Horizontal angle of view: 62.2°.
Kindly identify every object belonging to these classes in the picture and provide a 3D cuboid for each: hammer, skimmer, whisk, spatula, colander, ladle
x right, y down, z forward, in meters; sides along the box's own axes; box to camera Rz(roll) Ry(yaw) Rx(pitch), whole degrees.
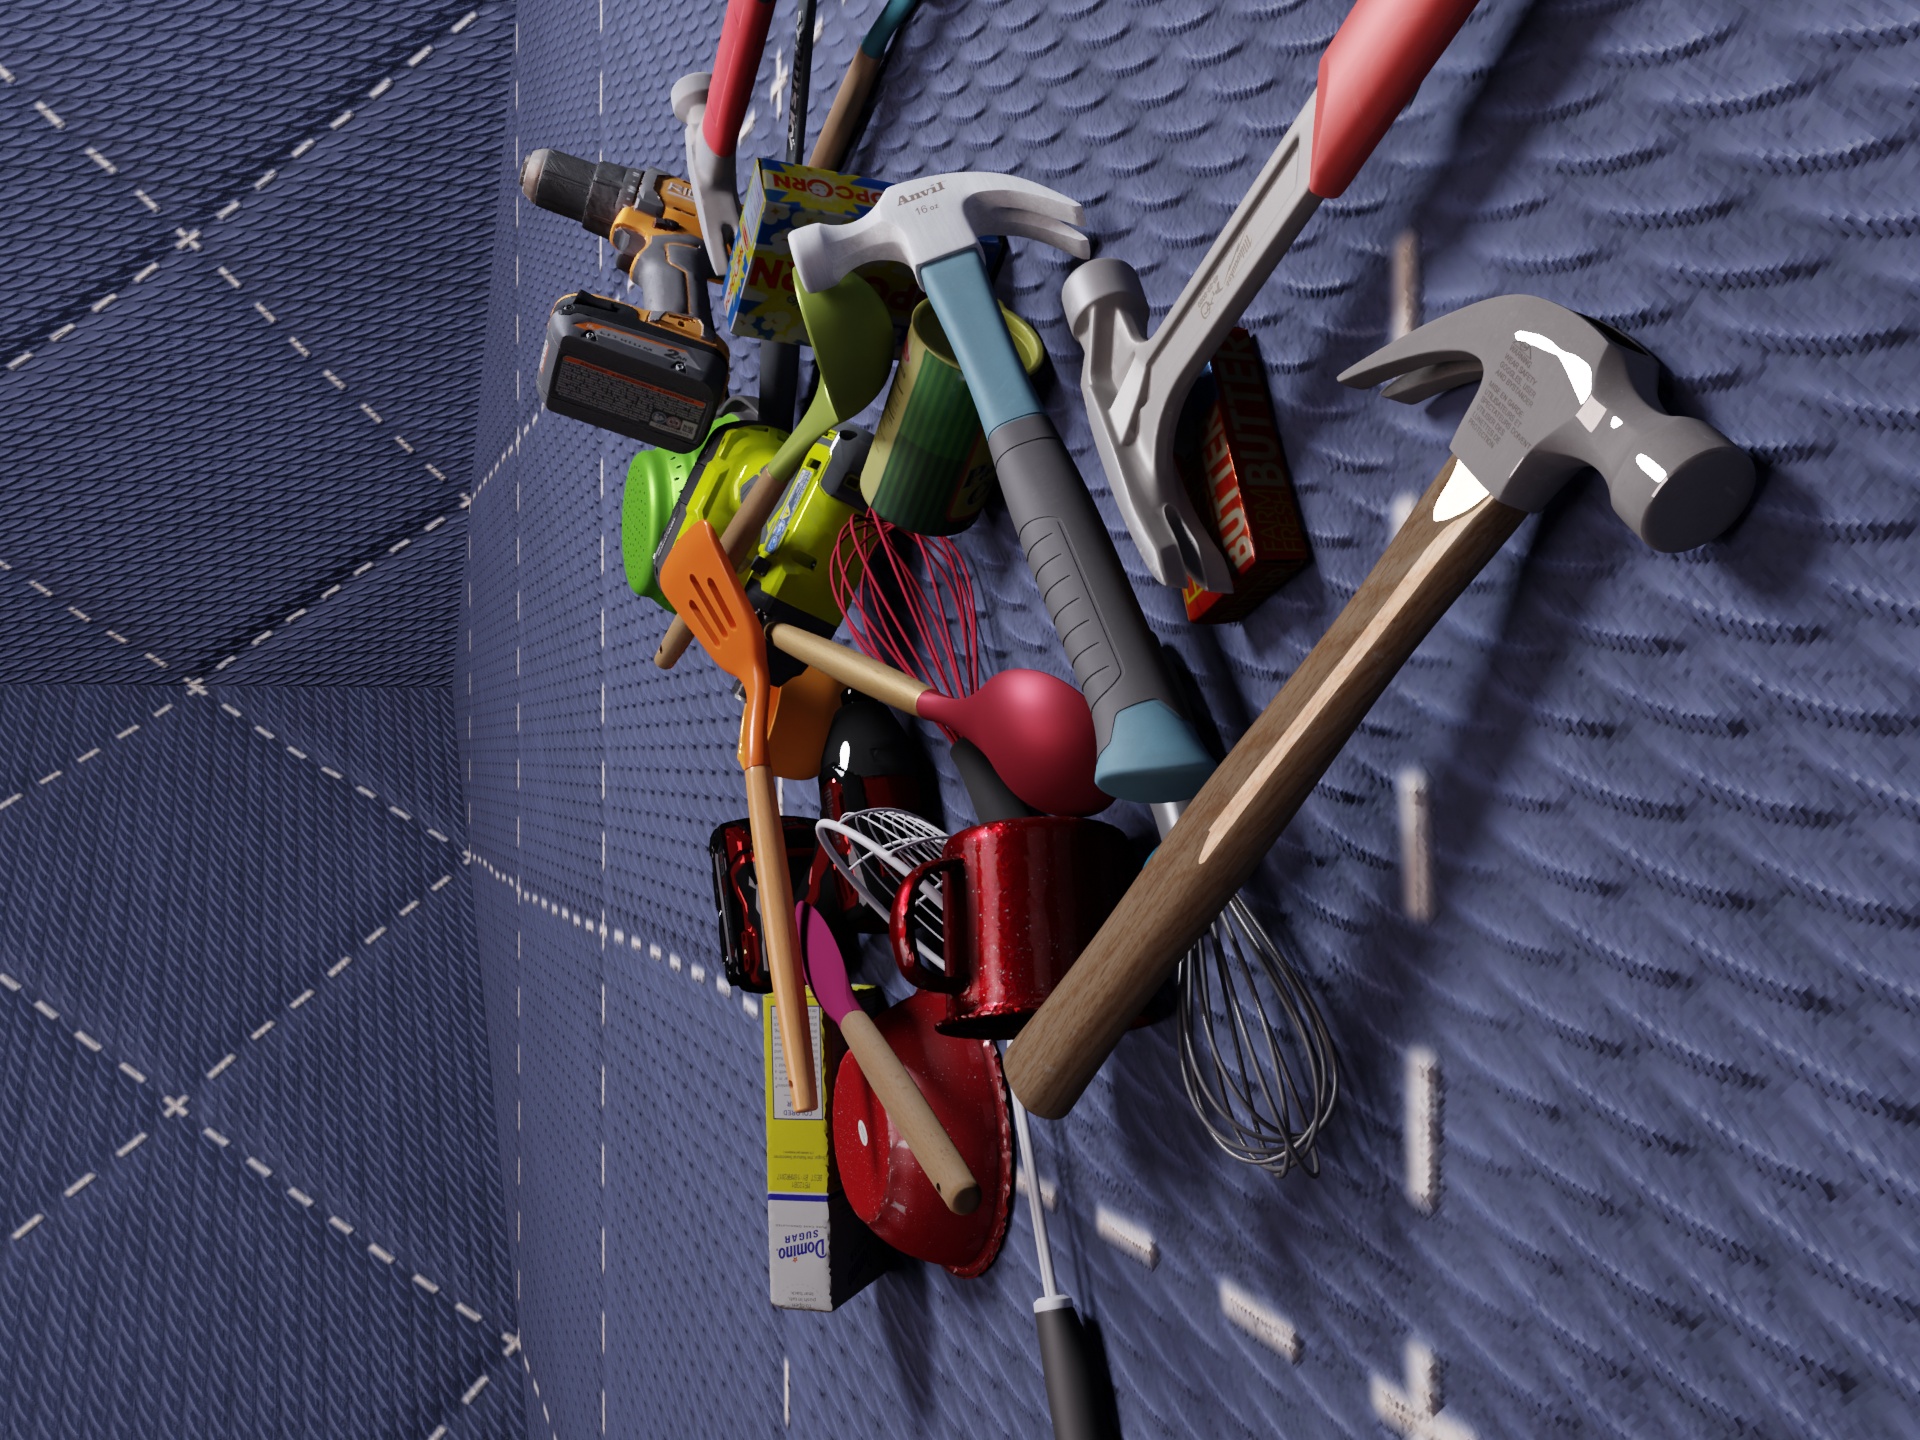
[{"bbox_3d":[-0.107,-0.409,0.884,0.386,0.038,0.143,133,125,-65],"label":"hammer"},{"bbox_3d":[0.003,0.213,0.739,0.127,0.090,0.364,96,164,-69],"label":"skimmer"},{"bbox_3d":[0.092,0.057,0.596,0.055,0.055,0.239,117,150,-47],"label":"whisk"},{"bbox_3d":[-0.001,-0.003,0.800,0.296,0.073,0.073,66,147,33],"label":"whisk"},{"bbox_3d":[-0.106,-0.328,1.013,0.149,0.036,0.408,-116,28,-44],"label":"hammer"},{"bbox_3d":[0.133,-0.199,0.471,0.359,0.036,0.149,-54,41,47],"label":"hammer"},{"bbox_3d":[0.028,-0.108,0.658,0.033,0.128,0.331,68,-178,-60],"label":"hammer"},{"bbox_3d":[-0.115,0.050,0.863,0.081,0.041,0.323,-36,60,54],"label":"spatula"},{"bbox_3d":[-0.226,-0.215,1.272,0.204,0.094,0.398,118,145,-47],"label":"colander"},{"bbox_3d":[0.100,0.014,0.514,0.331,0.031,0.130,-59,33,31],"label":"hammer"},{"bbox_3d":[-0.121,-0.121,0.871,0.320,0.062,0.078,-48,47,45],"label":"ladle"},{"bbox_3d":[-0.027,-0.015,0.761,0.316,0.031,0.069,24,133,57],"label":"ladle"},{"bbox_3d":[-0.073,-0.398,0.981,0.317,0.044,0.082,133,128,-59],"label":"spatula"}]

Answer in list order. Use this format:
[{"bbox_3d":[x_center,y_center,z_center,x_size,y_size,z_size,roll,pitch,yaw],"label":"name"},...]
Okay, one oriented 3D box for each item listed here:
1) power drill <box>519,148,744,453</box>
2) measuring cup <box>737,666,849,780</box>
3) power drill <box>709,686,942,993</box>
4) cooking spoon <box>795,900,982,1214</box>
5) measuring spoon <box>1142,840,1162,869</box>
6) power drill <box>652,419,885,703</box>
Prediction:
[{"bbox_3d":[-0.231,-0.304,1.100,0.084,0.185,0.226,123,160,-48],"label":"power drill"},{"bbox_3d":[-0.110,-0.031,1.063,0.174,0.052,0.095,-99,30,-50],"label":"measuring cup"},{"bbox_3d":[-0.081,0.078,0.962,0.219,0.078,0.143,-43,52,56],"label":"power drill"},{"bbox_3d":[-0.044,0.153,0.755,0.319,0.017,0.068,-149,46,-70],"label":"cooking spoon"},{"bbox_3d":[0.075,0.029,0.656,0.042,0.021,0.129,127,136,-54],"label":"measuring spoon"},{"bbox_3d":[-0.121,-0.108,1.000,0.171,0.080,0.223,-64,26,3],"label":"power drill"}]
